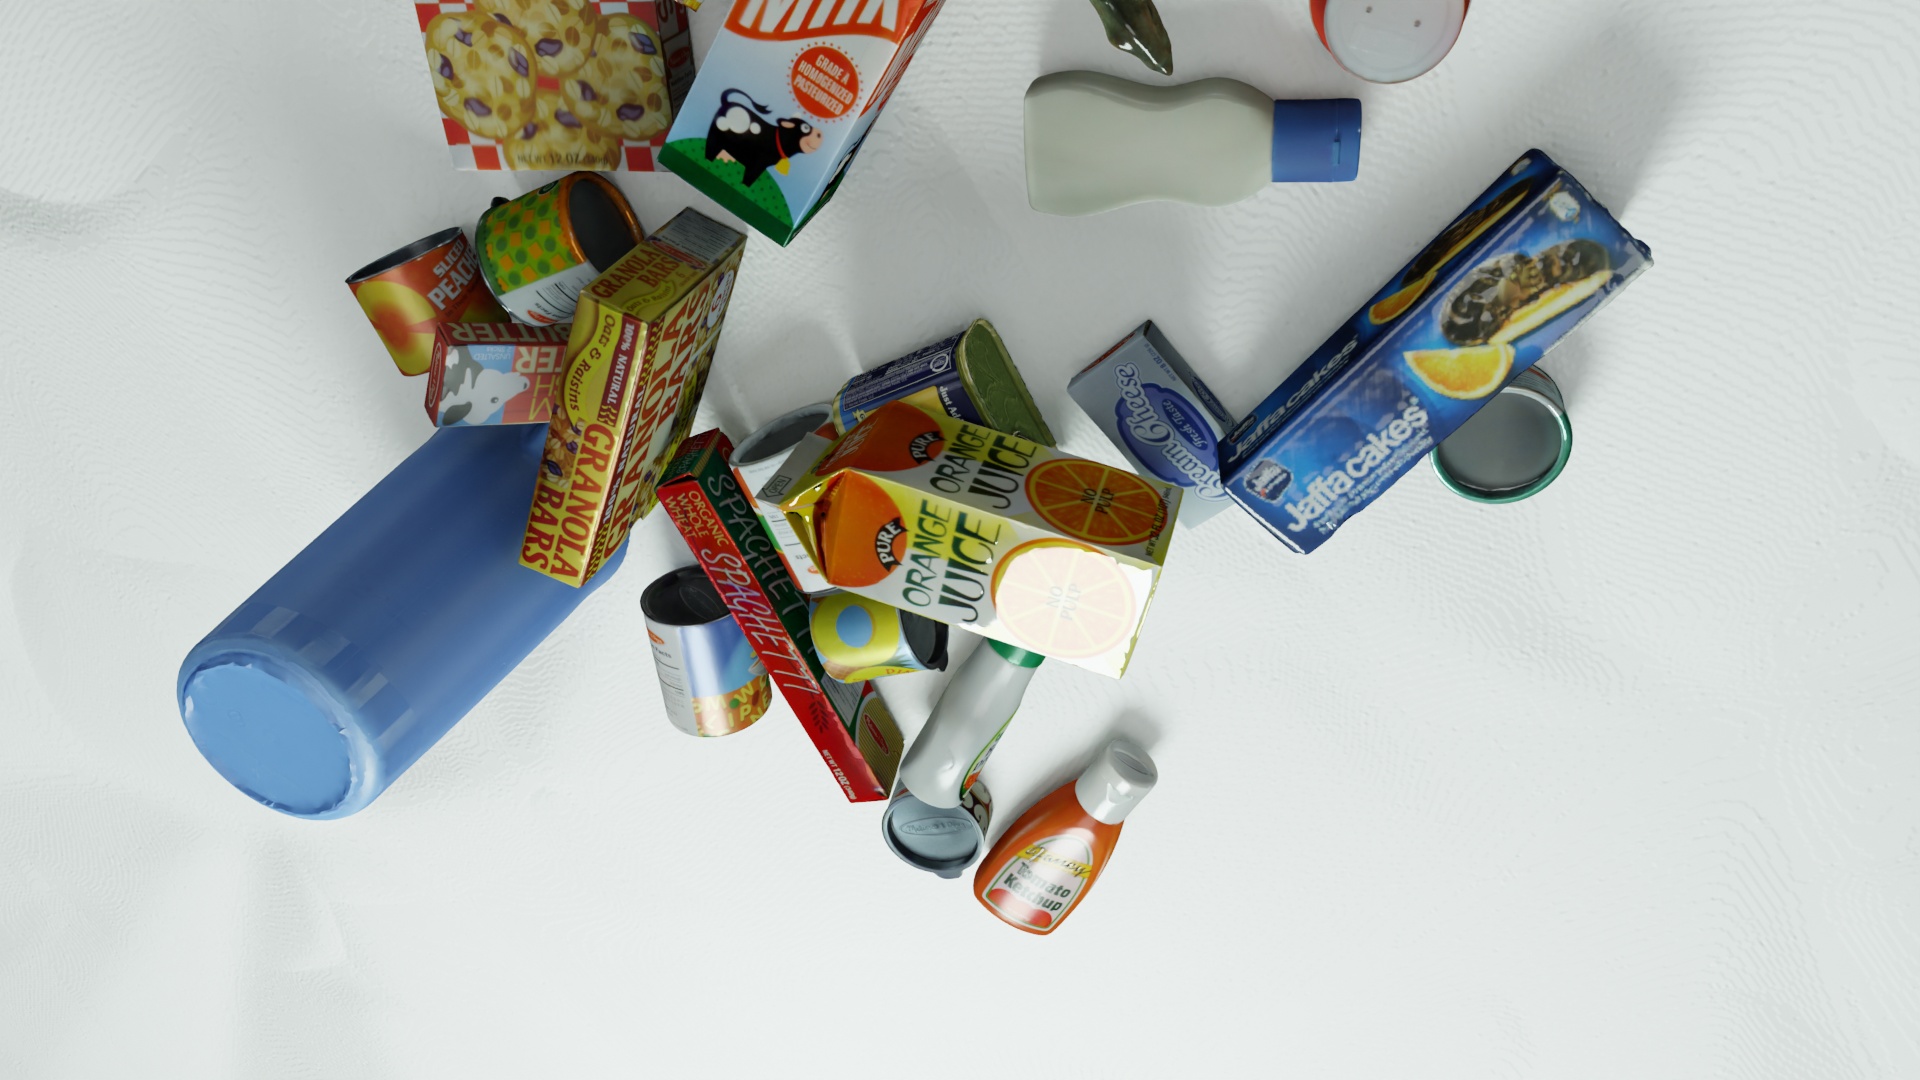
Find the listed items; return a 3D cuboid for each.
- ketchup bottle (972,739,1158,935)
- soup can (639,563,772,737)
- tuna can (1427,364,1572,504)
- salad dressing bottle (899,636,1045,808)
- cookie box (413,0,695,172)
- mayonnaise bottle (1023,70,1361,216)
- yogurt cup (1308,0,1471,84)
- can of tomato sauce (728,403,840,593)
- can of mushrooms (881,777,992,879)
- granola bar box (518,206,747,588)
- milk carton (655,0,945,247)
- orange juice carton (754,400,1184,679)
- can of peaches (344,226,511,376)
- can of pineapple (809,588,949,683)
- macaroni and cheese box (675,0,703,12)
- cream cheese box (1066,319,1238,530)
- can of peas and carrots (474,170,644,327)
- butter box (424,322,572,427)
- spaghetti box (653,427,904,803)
[{"bbox_3d":[0.068,0.182,0.859,0.065,0.044,0.148,30,123,-5],"label":"ketchup bottle"},{"bbox_3d":[-0.148,0.065,0.832,0.071,0.072,0.083,3,122,13],"label":"soup can"},{"bbox_3d":[0.259,-0.051,0.674,0.071,0.033,0.070,6,121,11],"label":"tuna can"},{"bbox_3d":[0.015,0.090,0.809,0.044,0.064,0.147,32,116,5],"label":"salad dressing bottle"},{"bbox_3d":[-0.196,-0.263,0.659,0.123,0.040,0.166,4,122,11],"label":"cookie box"},{"bbox_3d":[0.104,-0.181,0.632,0.148,0.041,0.064,3,123,12],"label":"mayonnaise bottle"},{"bbox_3d":[0.179,-0.223,0.578,0.072,0.054,0.072,7,123,11],"label":"yogurt cup"},{"bbox_3d":[-0.079,-0.024,0.760,0.071,0.071,0.083,-16,115,23],"label":"can of tomato sauce"},{"bbox_3d":[-0.014,0.179,0.884,0.071,0.034,0.070,6,121,10],"label":"can of mushrooms"},{"bbox_3d":[-0.168,-0.073,0.716,0.039,0.125,0.164,25,124,0],"label":"granola bar box"},{"bbox_3d":[-0.056,-0.235,0.620,0.073,0.073,0.189,34,123,-6],"label":"milk carton"},{"bbox_3d":[0.002,-0.008,0.674,0.193,0.072,0.072,18,126,6],"label":"orange juice carton"},{"bbox_3d":[-0.283,-0.129,0.747,0.071,0.071,0.058,-13,117,21],"label":"can of peaches"},{"bbox_3d":[-0.045,0.047,0.792,0.058,0.071,0.070,-12,117,22],"label":"can of pineapple"},{"bbox_3d":[-0.113,-0.326,0.567,0.123,0.040,0.166,37,101,-11],"label":"macaroni and cheese box"},{"bbox_3d":[0.108,-0.058,0.715,0.053,0.024,0.103,-35,107,30],"label":"cream cheese box"},{"bbox_3d":[-0.205,-0.152,0.714,0.058,0.071,0.070,-16,116,22],"label":"can of peas and carrots"},{"bbox_3d":[-0.230,-0.089,0.745,0.024,0.104,0.052,51,133,35],"label":"butter box"},{"bbox_3d":[-0.098,0.049,0.802,0.028,0.050,0.249,-14,122,21],"label":"spaghetti box"}]
